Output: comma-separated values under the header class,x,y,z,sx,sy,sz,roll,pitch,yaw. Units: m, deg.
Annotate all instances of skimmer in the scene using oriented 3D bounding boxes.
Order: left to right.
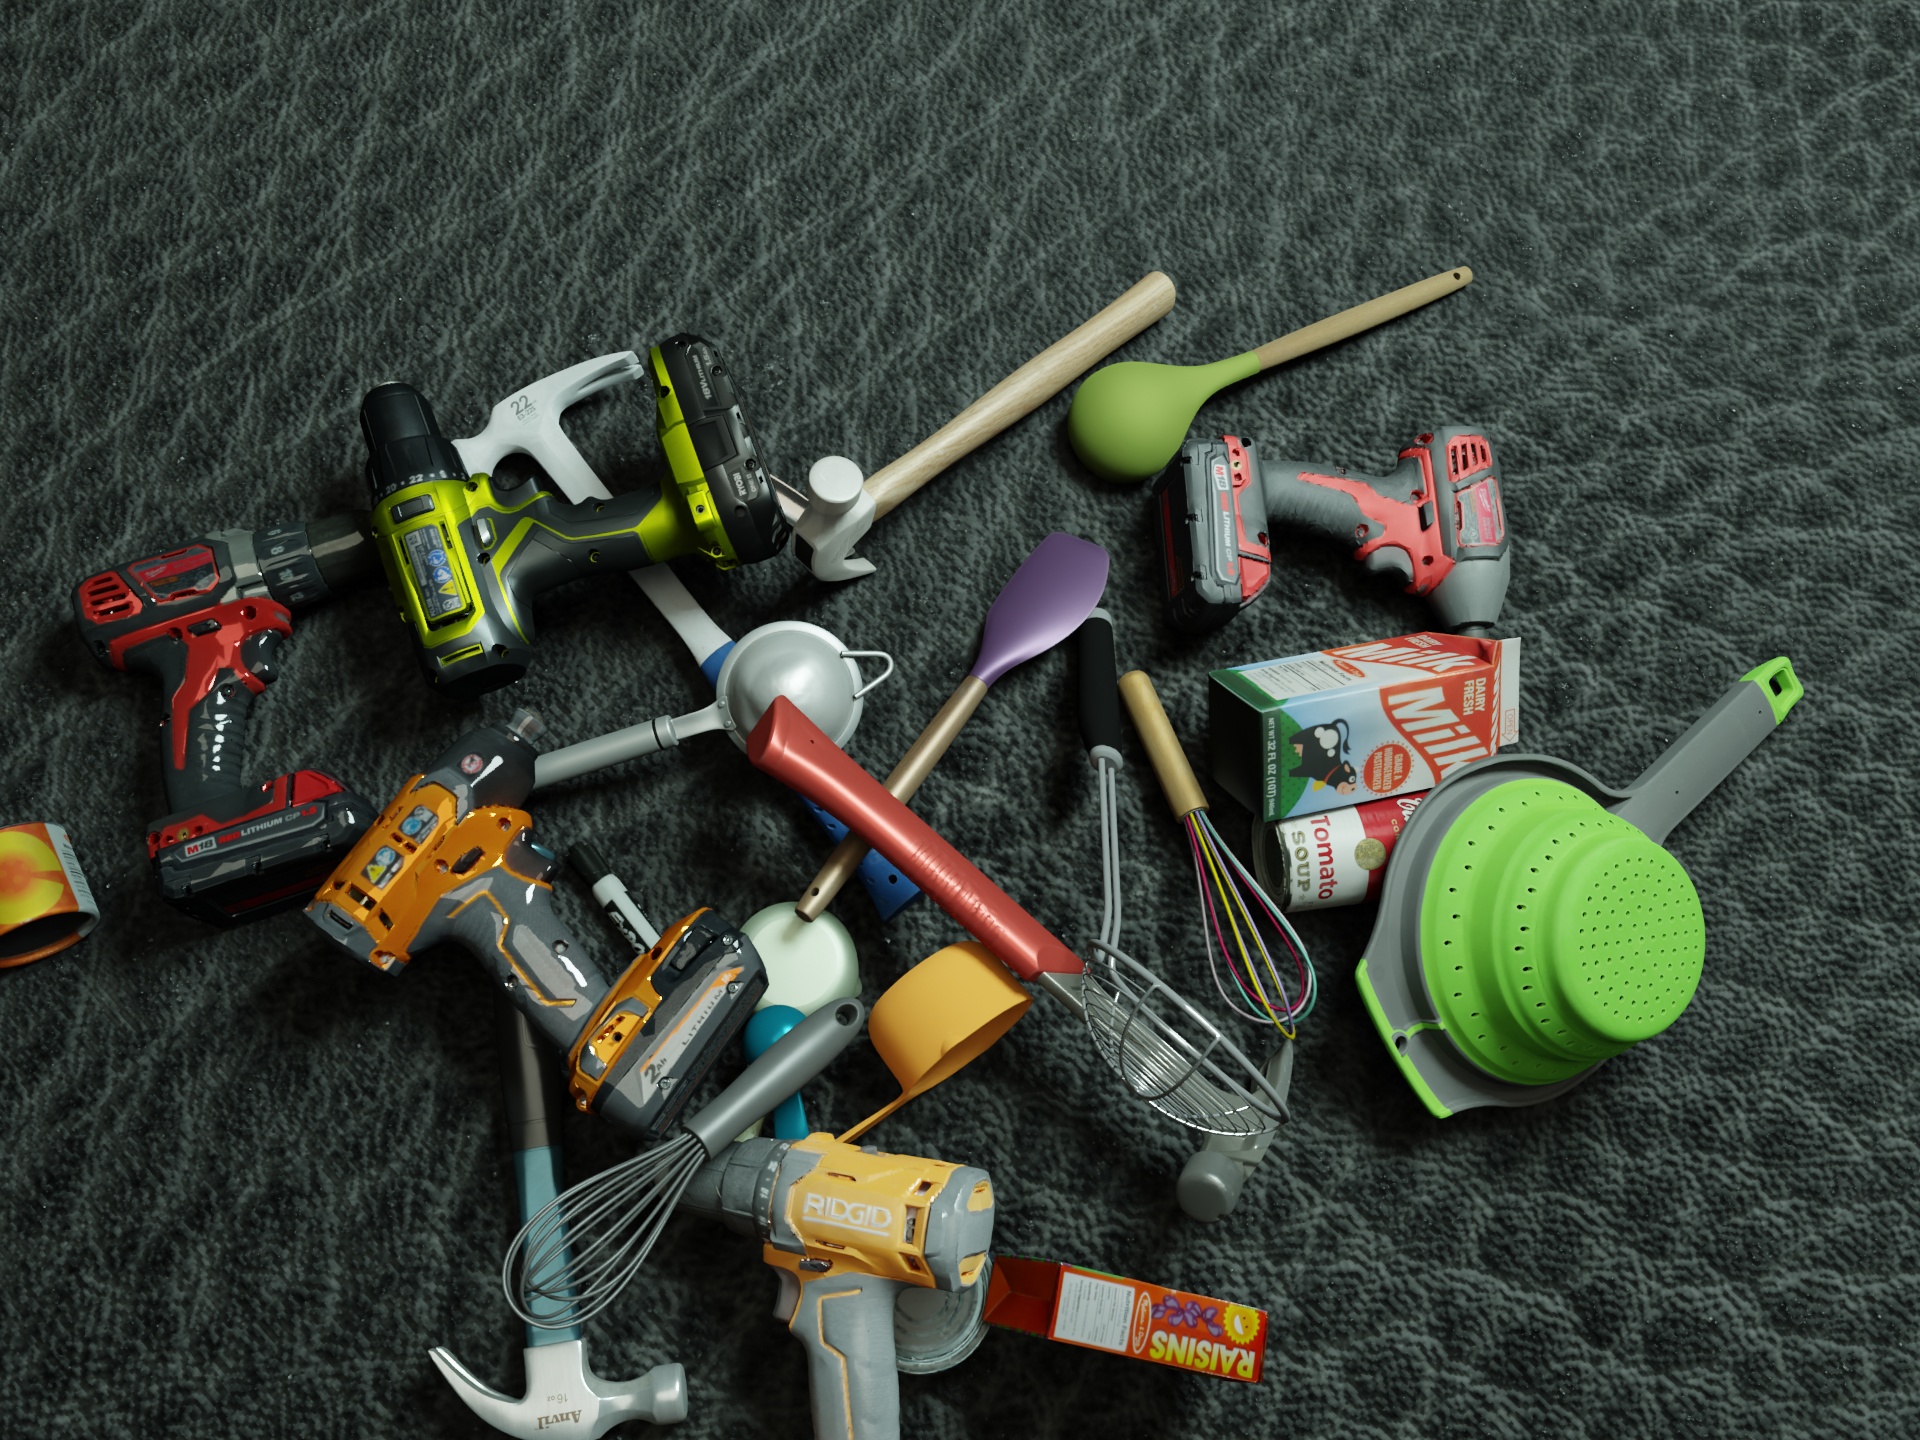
class,x,y,z,sx,sy,sz,roll,pitch,yaw
skimmer,0.110,0.059,0.872,0.090,0.127,0.364,-21,43,21

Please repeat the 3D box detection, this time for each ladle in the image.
class,x,y,z,sx,sy,sz,roll,pitch,yaw
ladle,0.214,-0.244,1.070,0.320,0.062,0.078,-25,81,-19

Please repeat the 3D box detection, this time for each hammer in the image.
class,x,y,z,sx,sy,sz,roll,pitch,yaw
hammer,-0.234,0.224,0.882,0.128,0.033,0.331,-8,73,-8
hammer,-0.151,-0.052,0.969,0.144,0.035,0.405,-39,80,-5
hammer,0.021,-0.193,1.006,0.331,0.130,0.031,-40,79,-26
hammer,0.030,0.111,0.877,0.359,0.036,0.149,41,31,4

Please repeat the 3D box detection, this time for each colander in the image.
class,x,y,z,sx,sy,sz,roll,pitch,yaw
colander,0.404,0.075,0.921,0.397,0.094,0.204,-36,102,-23

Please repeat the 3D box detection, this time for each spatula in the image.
class,x,y,z,sx,sy,sz,roll,pitch,yaw
spatula,-0.002,-0.003,0.952,0.060,0.018,0.316,25,60,23

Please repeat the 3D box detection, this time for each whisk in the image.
class,x,y,z,sx,sy,sz,roll,pitch,yaw
whisk,-0.131,0.216,0.807,0.055,0.055,0.239,45,53,10
whisk,0.146,0.074,0.940,0.047,0.051,0.245,0,57,-37

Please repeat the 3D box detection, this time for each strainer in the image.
class,x,y,z,sx,sy,sz,roll,pitch,yaw
strainer,-0.163,0.006,0.922,0.258,0.050,0.087,-18,94,2

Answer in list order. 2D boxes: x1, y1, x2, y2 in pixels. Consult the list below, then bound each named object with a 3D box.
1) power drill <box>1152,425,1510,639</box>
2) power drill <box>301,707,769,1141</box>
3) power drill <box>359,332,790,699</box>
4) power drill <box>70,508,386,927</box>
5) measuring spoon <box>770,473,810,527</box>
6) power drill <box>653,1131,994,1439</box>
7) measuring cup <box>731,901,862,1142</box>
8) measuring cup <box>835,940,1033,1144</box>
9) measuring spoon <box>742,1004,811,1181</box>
class,x,y,z,sx,sy,sz,roll,pitch,yaw
power drill,0.240,-0.112,1.004,0.219,0.078,0.143,-2,79,-9
power drill,-0.217,0.104,0.863,0.226,0.084,0.164,33,74,8
power drill,-0.232,-0.137,0.931,0.228,0.080,0.191,-20,80,-1
power drill,-0.398,-0.014,0.926,0.188,0.080,0.227,-19,72,-11
measuring spoon,-0.132,-0.152,1.024,0.124,0.018,0.034,35,82,0
power drill,-0.087,0.327,0.814,0.185,0.084,0.226,5,79,21
measuring cup,-0.109,0.182,0.901,0.083,0.038,0.168,17,70,1
measuring cup,-0.042,0.189,0.893,0.173,0.095,0.052,-38,73,4
measuring spoon,-0.096,0.221,0.870,0.042,0.021,0.129,-10,82,10
